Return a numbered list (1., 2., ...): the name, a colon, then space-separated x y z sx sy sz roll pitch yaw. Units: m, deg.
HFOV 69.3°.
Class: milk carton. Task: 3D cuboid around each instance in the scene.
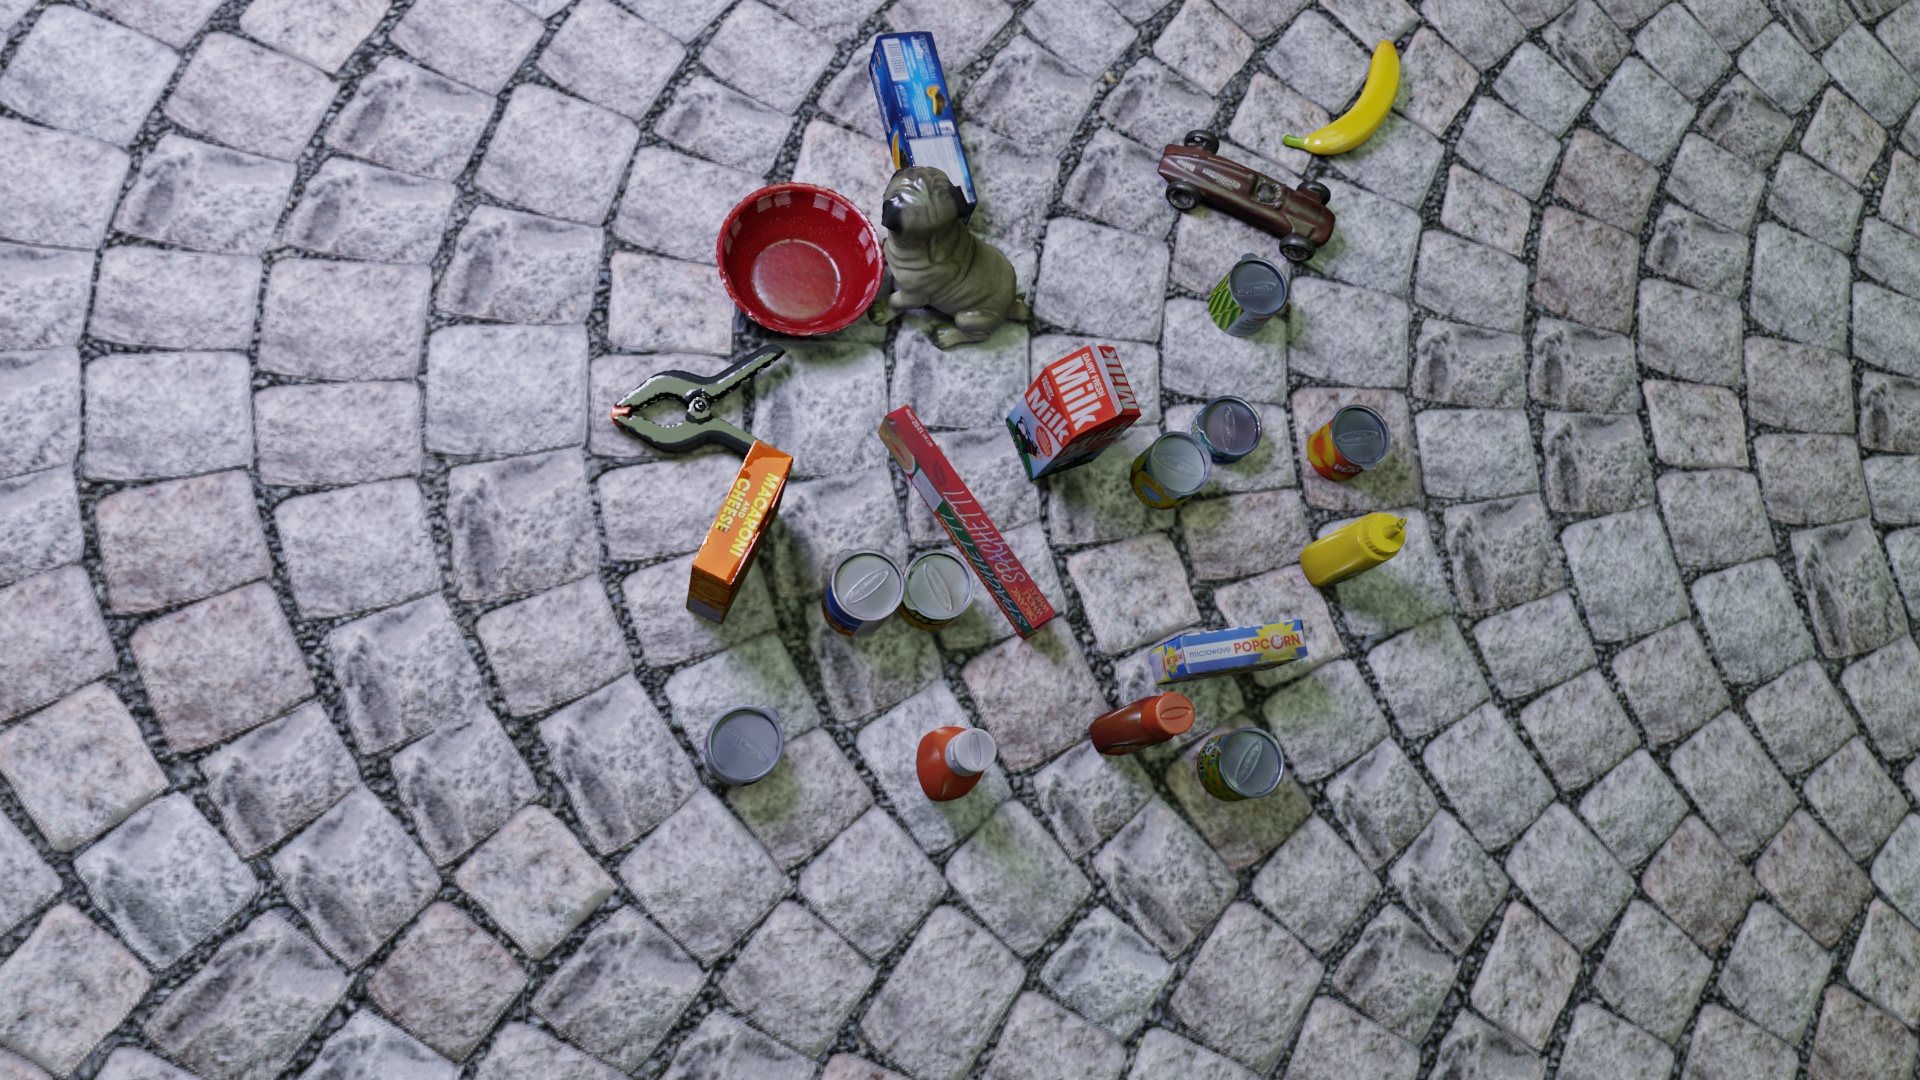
1. milk carton: 0.109 -0.122 1.303 0.073 0.190 0.072 -19 80 -17

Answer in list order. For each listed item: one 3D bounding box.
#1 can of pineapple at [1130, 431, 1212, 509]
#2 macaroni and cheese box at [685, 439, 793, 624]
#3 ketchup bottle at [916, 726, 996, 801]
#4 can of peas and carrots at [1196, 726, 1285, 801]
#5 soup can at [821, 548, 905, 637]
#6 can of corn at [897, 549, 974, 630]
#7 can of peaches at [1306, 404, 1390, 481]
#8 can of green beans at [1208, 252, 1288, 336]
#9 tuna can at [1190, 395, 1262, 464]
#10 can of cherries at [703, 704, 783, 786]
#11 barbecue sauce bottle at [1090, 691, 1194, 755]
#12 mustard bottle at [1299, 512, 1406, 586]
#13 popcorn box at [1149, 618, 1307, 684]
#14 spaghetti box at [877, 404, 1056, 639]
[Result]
1. can of pineapple: 0.207 -0.067 1.381 0.071 0.057 0.071 3 74 -12
2. macaroni and cheese box: -0.193 -0.004 1.213 0.040 0.166 0.124 25 71 -5
3. ketchup bottle: -0.004 0.191 1.212 0.043 0.148 0.065 -5 77 -14
4. can of peas and carrots: 0.263 0.212 1.316 0.071 0.058 0.071 3 74 -12
5. soup can: -0.092 0.047 1.266 0.071 0.083 0.071 3 75 -12
6. can of corn: -0.028 0.048 1.294 0.071 0.058 0.071 3 74 -12
7. can of peaches: 0.400 -0.098 1.434 0.071 0.058 0.071 3 74 -12
8. can of green beans: 0.301 -0.254 1.455 0.071 0.057 0.071 3 74 -12
9. tuna can: 0.269 -0.112 1.421 0.071 0.032 0.071 3 74 -12
10. can of cherries: -0.189 0.180 1.220 0.071 0.058 0.071 3 74 -12
11. barbecue sauce bottle: 0.168 0.166 1.260 0.065 0.148 0.044 -8 77 -15
12. mustard bottle: 0.389 0.006 1.349 0.065 0.159 0.049 -18 80 -17
13. popcorn box: 0.255 0.107 1.329 0.127 0.085 0.038 -7 77 -15
14. spaghetti box: 0.005 -0.017 1.324 0.029 0.050 0.250 -33 84 -19
